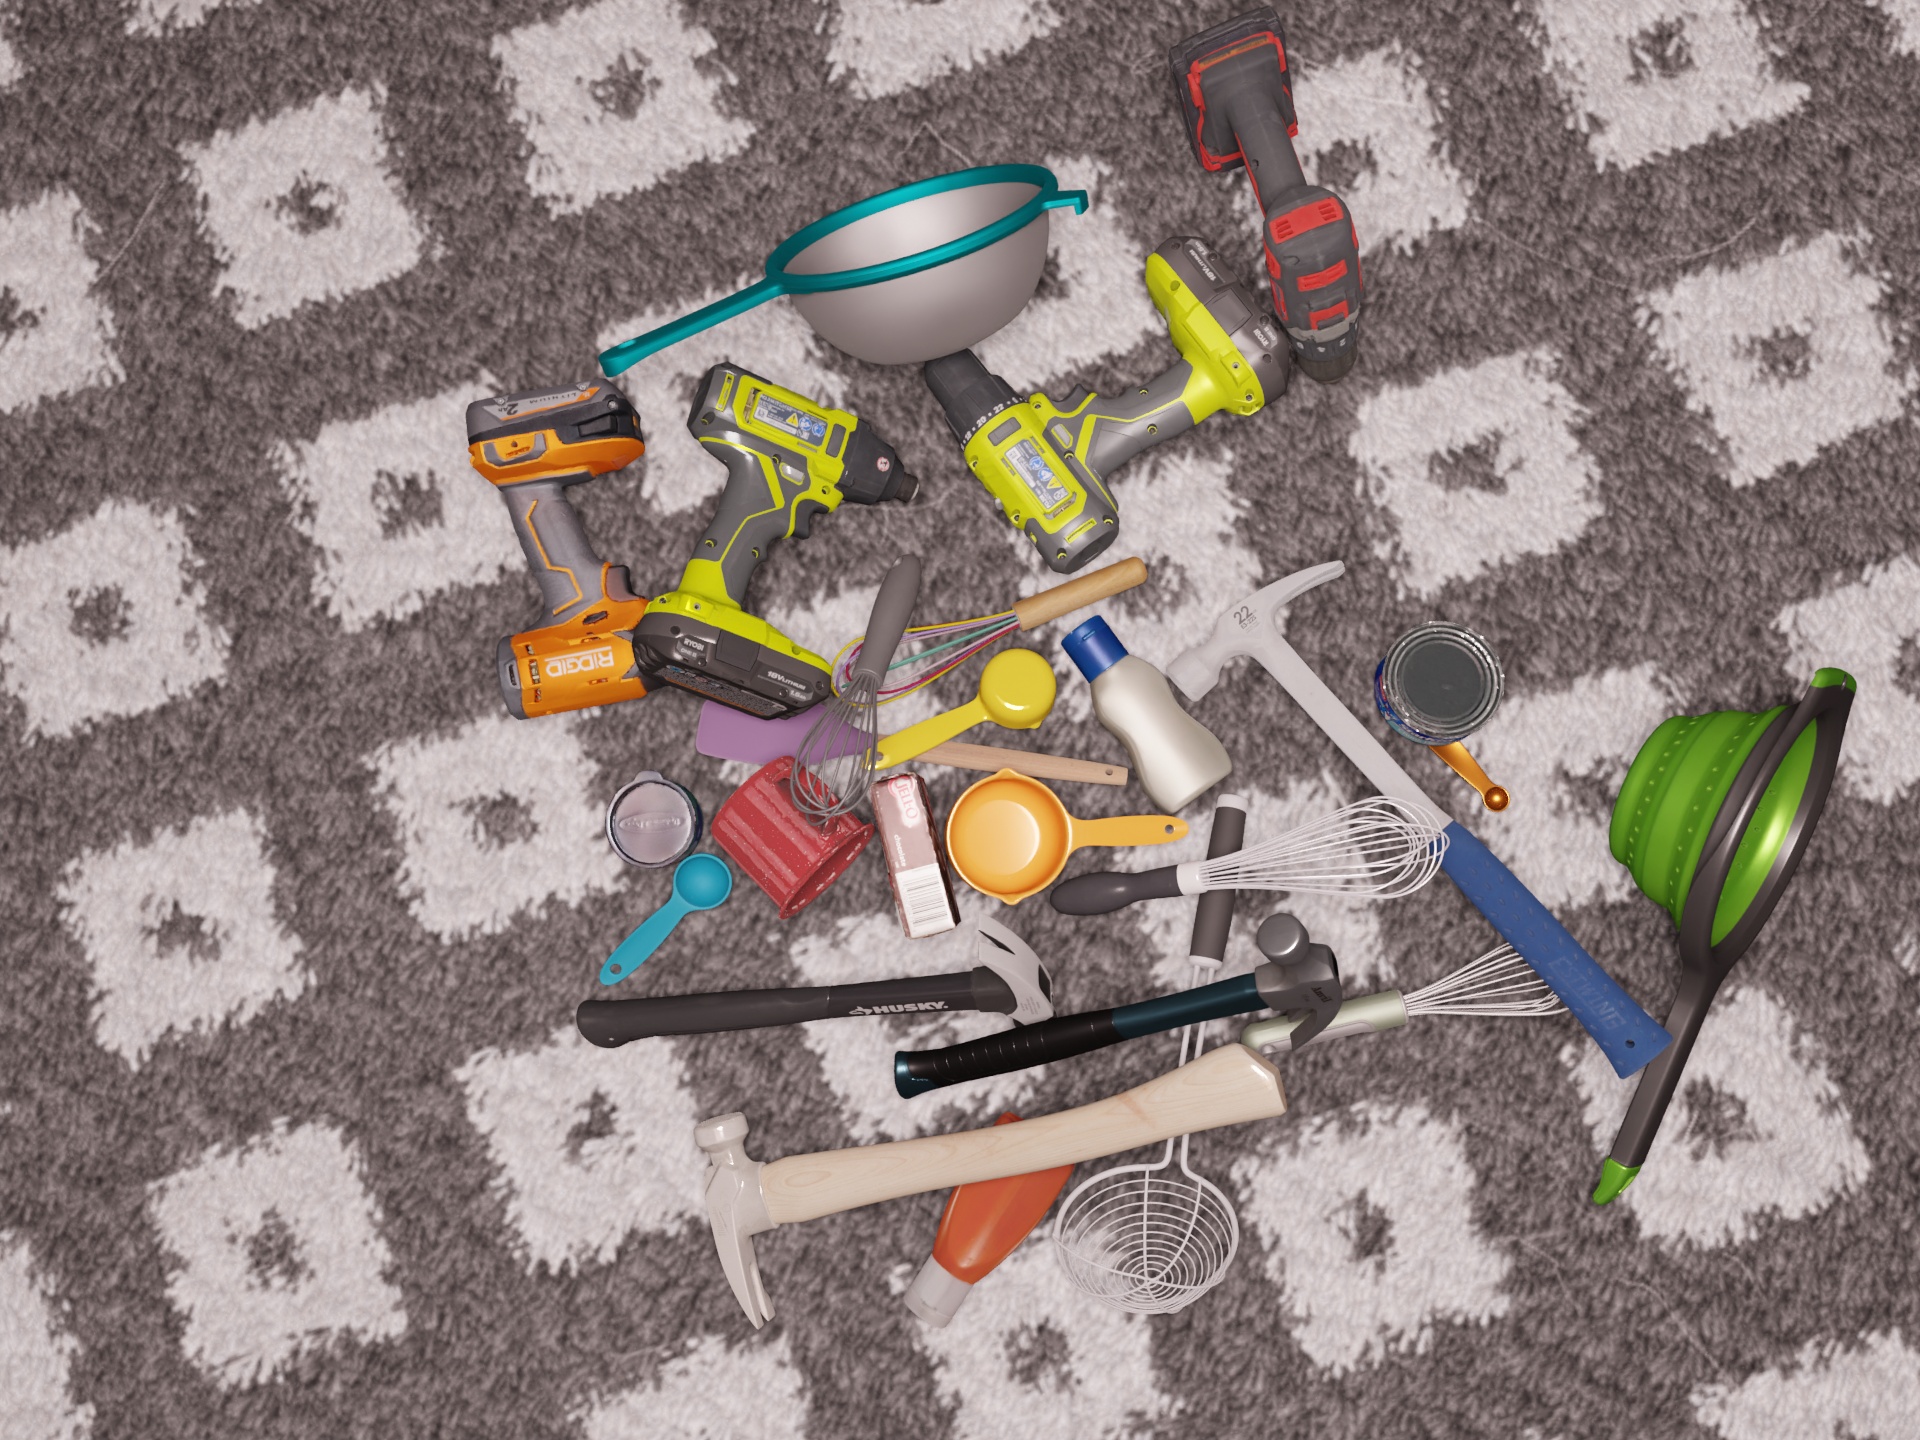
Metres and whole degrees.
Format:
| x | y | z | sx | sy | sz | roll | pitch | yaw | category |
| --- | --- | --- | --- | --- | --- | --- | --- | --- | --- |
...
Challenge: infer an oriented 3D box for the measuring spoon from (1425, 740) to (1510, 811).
| x | y | z | sx | sy | sz | roll | pitch | yaw | category |
| --- | --- | --- | --- | --- | --- | --- | --- | --- | --- |
| 0.352 | 0.021 | 1.151 | 0.021 | 0.011 | 0.117 | -41 | 81 | -7 | measuring spoon |

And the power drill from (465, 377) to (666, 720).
| x | y | z | sx | sy | sz | roll | pitch | yaw | category |
| --- | --- | --- | --- | --- | --- | --- | --- | --- | --- |
| -0.264 | -0.125 | 1.153 | 0.164 | 0.084 | 0.226 | -10 | 88 | -1 | power drill |

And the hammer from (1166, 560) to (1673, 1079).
| x | y | z | sx | sy | sz | roll | pitch | yaw | category |
| --- | --- | --- | --- | --- | --- | --- | --- | --- | --- |
| 0.323 | 0.064 | 1.081 | 0.144 | 0.035 | 0.406 | -43 | 72 | 10 | hammer |

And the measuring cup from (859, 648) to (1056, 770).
| x | y | z | sx | sy | sz | roll | pitch | yaw | category |
| --- | --- | --- | --- | --- | --- | --- | --- | --- | --- |
| -0.002 | -0.004 | 1.142 | 0.156 | 0.029 | 0.062 | -26 | 76 | -11 | measuring cup |

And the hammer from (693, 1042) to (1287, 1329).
| x | y | z | sx | sy | sz | roll | pitch | yaw | category |
| --- | --- | --- | --- | --- | --- | --- | --- | --- | --- |
| 0.018 | 0.301 | 1.073 | 0.410 | 0.038 | 0.146 | -17 | 84 | 16 | hammer |

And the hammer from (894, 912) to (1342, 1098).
| x | y | z | sx | sy | sz | roll | pitch | yaw | category |
| --- | --- | --- | --- | --- | --- | --- | --- | --- | --- |
| 0.095 | 0.204 | 1.059 | 0.331 | 0.128 | 0.033 | -19 | 49 | 26 | hammer |

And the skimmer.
| x | y | z | sx | sy | sz | roll | pitch | yaw | category |
| --- | --- | --- | --- | --- | --- | --- | --- | --- | --- |
| 0.155 | 0.234 | 1.129 | 0.127 | 0.090 | 0.363 | 13 | 75 | -4 | skimmer |

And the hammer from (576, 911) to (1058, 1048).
| x | y | z | sx | sy | sz | roll | pitch | yaw | category |
| --- | --- | --- | --- | --- | --- | --- | --- | --- | --- |
| -0.105 | 0.195 | 1.106 | 0.335 | 0.146 | 0.035 | -6 | 54 | 9 | hammer |

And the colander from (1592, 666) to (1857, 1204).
| x | y | z | sx | sy | sz | roll | pitch | yaw | category |
| --- | --- | --- | --- | --- | --- | --- | --- | --- | --- |
| 0.482 | 0.138 | 1.092 | 0.095 | 0.204 | 0.397 | 26 | 104 | 37 | colander |

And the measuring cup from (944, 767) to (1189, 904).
| x | y | z | sx | sy | sz | roll | pitch | yaw | category |
| --- | --- | --- | --- | --- | --- | --- | --- | --- | --- |
| 0.073 | 0.081 | 1.137 | 0.173 | 0.052 | 0.095 | -2 | 85 | -8 | measuring cup |

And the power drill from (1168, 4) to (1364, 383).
| x | y | z | sx | sy | sz | roll | pitch | yaw | category |
| --- | --- | --- | --- | --- | --- | --- | --- | --- | --- |
| 0.227 | -0.361 | 1.126 | 0.080 | 0.187 | 0.227 | -20 | 67 | 11 | power drill |

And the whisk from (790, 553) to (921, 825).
| x | y | z | sx | sy | sz | roll | pitch | yaw | category |
| --- | --- | --- | --- | --- | --- | --- | --- | --- | --- |
| -0.065 | -0.027 | 1.093 | 0.055 | 0.055 | 0.239 | 15 | 53 | 3 | whisk |

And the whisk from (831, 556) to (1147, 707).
| x | y | z | sx | sy | sz | roll | pitch | yaw | category |
| --- | --- | --- | --- | --- | --- | --- | --- | --- | --- |
| 0.020 | -0.070 | 1.155 | 0.245 | 0.051 | 0.047 | -22 | 79 | -3 | whisk |

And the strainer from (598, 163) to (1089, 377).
| x | y | z | sx | sy | sz | roll | pitch | yaw | category |
| --- | --- | --- | --- | --- | --- | --- | --- | --- | --- |
| -0.079 | -0.282 | 1.107 | 0.340 | 0.211 | 0.095 | -27 | 121 | -12 | strainer |

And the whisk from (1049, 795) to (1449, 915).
| x | y | z | sx | sy | sz | roll | pitch | yaw | category |
| --- | --- | --- | --- | --- | --- | --- | --- | --- | --- |
| 0.188 | 0.102 | 1.083 | 0.284 | 0.070 | 0.070 | -13 | 84 | 27 | whisk |

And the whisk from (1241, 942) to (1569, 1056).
| x | y | z | sx | sy | sz | roll | pitch | yaw | category |
| --- | --- | --- | --- | --- | --- | --- | --- | --- | --- |
| 0.319 | 0.200 | 1.119 | 0.246 | 0.057 | 0.059 | -14 | 50 | 5 | whisk |

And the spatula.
| x | y | z | sx | sy | sz | roll | pitch | yaw | category |
| --- | --- | --- | --- | --- | --- | --- | --- | --- | --- |
| -0.035 | 0.019 | 1.160 | 0.316 | 0.018 | 0.060 | 8 | 73 | 3 | spatula |

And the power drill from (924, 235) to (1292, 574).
| x | y | z | sx | sy | sz | roll | pitch | yaw | category |
| --- | --- | --- | --- | --- | --- | --- | --- | --- | --- |
| 0.103 | -0.242 | 1.151 | 0.228 | 0.080 | 0.191 | -36 | 79 | 1 | power drill |

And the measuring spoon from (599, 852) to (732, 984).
| x | y | z | sx | sy | sz | roll | pitch | yaw | category |
| --- | --- | --- | --- | --- | --- | --- | --- | --- | --- |
| -0.217 | 0.145 | 1.160 | 0.042 | 0.021 | 0.128 | 44 | 97 | -11 | measuring spoon |

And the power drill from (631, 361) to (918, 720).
| x | y | z | sx | sy | sz | roll | pitch | yaw | category |
| --- | --- | --- | --- | --- | --- | --- | --- | --- | --- |
| -0.129 | -0.121 | 1.124 | 0.171 | 0.080 | 0.223 | 21 | 74 | -21 | power drill |
